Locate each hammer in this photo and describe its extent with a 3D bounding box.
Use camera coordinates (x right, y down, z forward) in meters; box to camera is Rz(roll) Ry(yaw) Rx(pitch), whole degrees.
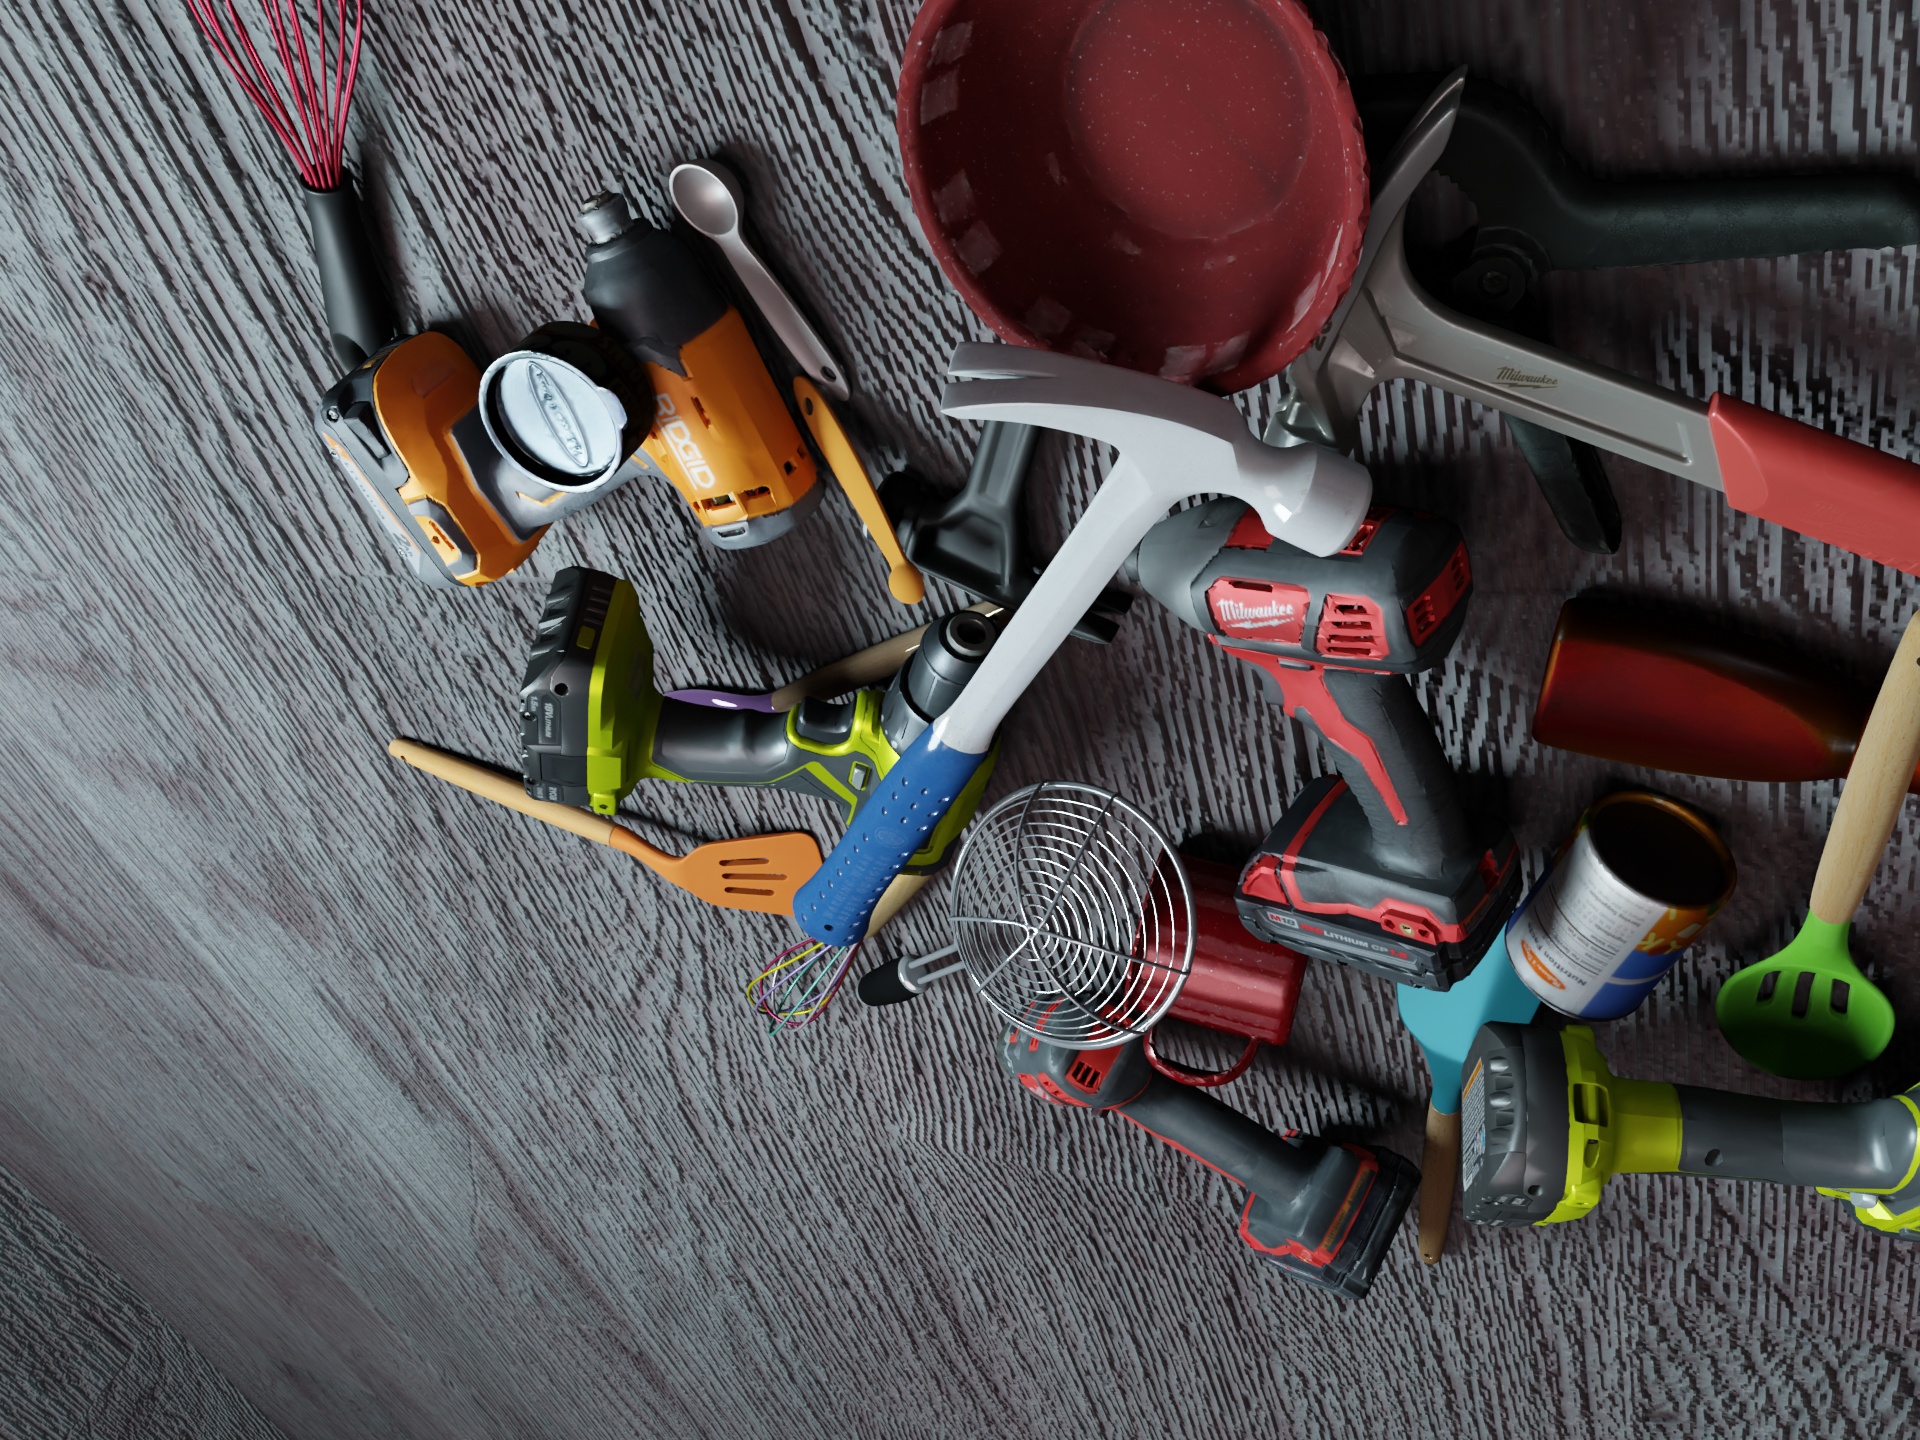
[{"bbox_3d":[0.046,-0.170,0.611,0.127,0.034,0.336,26,139,8],"label":"hammer"},{"bbox_3d":[0.287,-0.082,0.514,0.359,0.037,0.149,21,141,2],"label":"hammer"},{"bbox_3d":[-0.001,-0.002,0.671,0.144,0.035,0.405,21,143,-11],"label":"hammer"}]

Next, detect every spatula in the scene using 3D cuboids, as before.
[{"bbox_3d":[-0.081,-0.018,0.852,0.316,0.018,0.059,-19,118,43],"label":"spatula"},{"bbox_3d":[0.266,0.211,0.863,0.082,0.044,0.317,11,140,22],"label":"spatula"},{"bbox_3d":[-0.235,0.060,1.022,0.323,0.041,0.081,19,138,21],"label":"spatula"}]

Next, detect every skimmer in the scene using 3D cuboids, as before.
[{"bbox_3d":[0.015,0.122,0.863,0.127,0.090,0.363,68,161,8],"label":"skimmer"}]

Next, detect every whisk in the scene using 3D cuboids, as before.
[{"bbox_3d":[-0.290,-0.261,0.715,0.073,0.073,0.295,24,145,9],"label":"whisk"},{"bbox_3d":[-0.073,0.134,0.980,0.047,0.051,0.245,40,136,-1],"label":"whisk"}]

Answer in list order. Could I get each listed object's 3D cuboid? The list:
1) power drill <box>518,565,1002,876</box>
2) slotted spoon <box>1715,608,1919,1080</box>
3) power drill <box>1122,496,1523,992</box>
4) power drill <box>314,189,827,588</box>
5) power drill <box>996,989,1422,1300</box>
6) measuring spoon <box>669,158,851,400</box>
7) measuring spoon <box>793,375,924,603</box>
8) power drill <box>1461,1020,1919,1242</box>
[{"bbox_3d":[-0.092,-0.004,0.779,0.228,0.080,0.190,10,146,-6],"label":"power drill"},{"bbox_3d":[0.344,0.060,0.615,0.070,0.031,0.313,7,147,23],"label":"slotted spoon"},{"bbox_3d":[0.151,0.003,0.666,0.143,0.078,0.219,13,139,42],"label":"power drill"},{"bbox_3d":[-0.190,-0.149,0.745,0.226,0.084,0.164,-6,127,30],"label":"power drill"},{"bbox_3d":[0.123,0.228,0.904,0.226,0.080,0.188,32,165,-3],"label":"power drill"},{"bbox_3d":[-0.080,-0.190,0.688,0.034,0.018,0.124,0,138,43],"label":"measuring spoon"},{"bbox_3d":[-0.049,-0.103,0.710,0.117,0.011,0.021,62,146,5],"label":"measuring spoon"},{"bbox_3d":[0.345,0.194,0.714,0.223,0.080,0.171,2,155,12],"label":"power drill"}]
